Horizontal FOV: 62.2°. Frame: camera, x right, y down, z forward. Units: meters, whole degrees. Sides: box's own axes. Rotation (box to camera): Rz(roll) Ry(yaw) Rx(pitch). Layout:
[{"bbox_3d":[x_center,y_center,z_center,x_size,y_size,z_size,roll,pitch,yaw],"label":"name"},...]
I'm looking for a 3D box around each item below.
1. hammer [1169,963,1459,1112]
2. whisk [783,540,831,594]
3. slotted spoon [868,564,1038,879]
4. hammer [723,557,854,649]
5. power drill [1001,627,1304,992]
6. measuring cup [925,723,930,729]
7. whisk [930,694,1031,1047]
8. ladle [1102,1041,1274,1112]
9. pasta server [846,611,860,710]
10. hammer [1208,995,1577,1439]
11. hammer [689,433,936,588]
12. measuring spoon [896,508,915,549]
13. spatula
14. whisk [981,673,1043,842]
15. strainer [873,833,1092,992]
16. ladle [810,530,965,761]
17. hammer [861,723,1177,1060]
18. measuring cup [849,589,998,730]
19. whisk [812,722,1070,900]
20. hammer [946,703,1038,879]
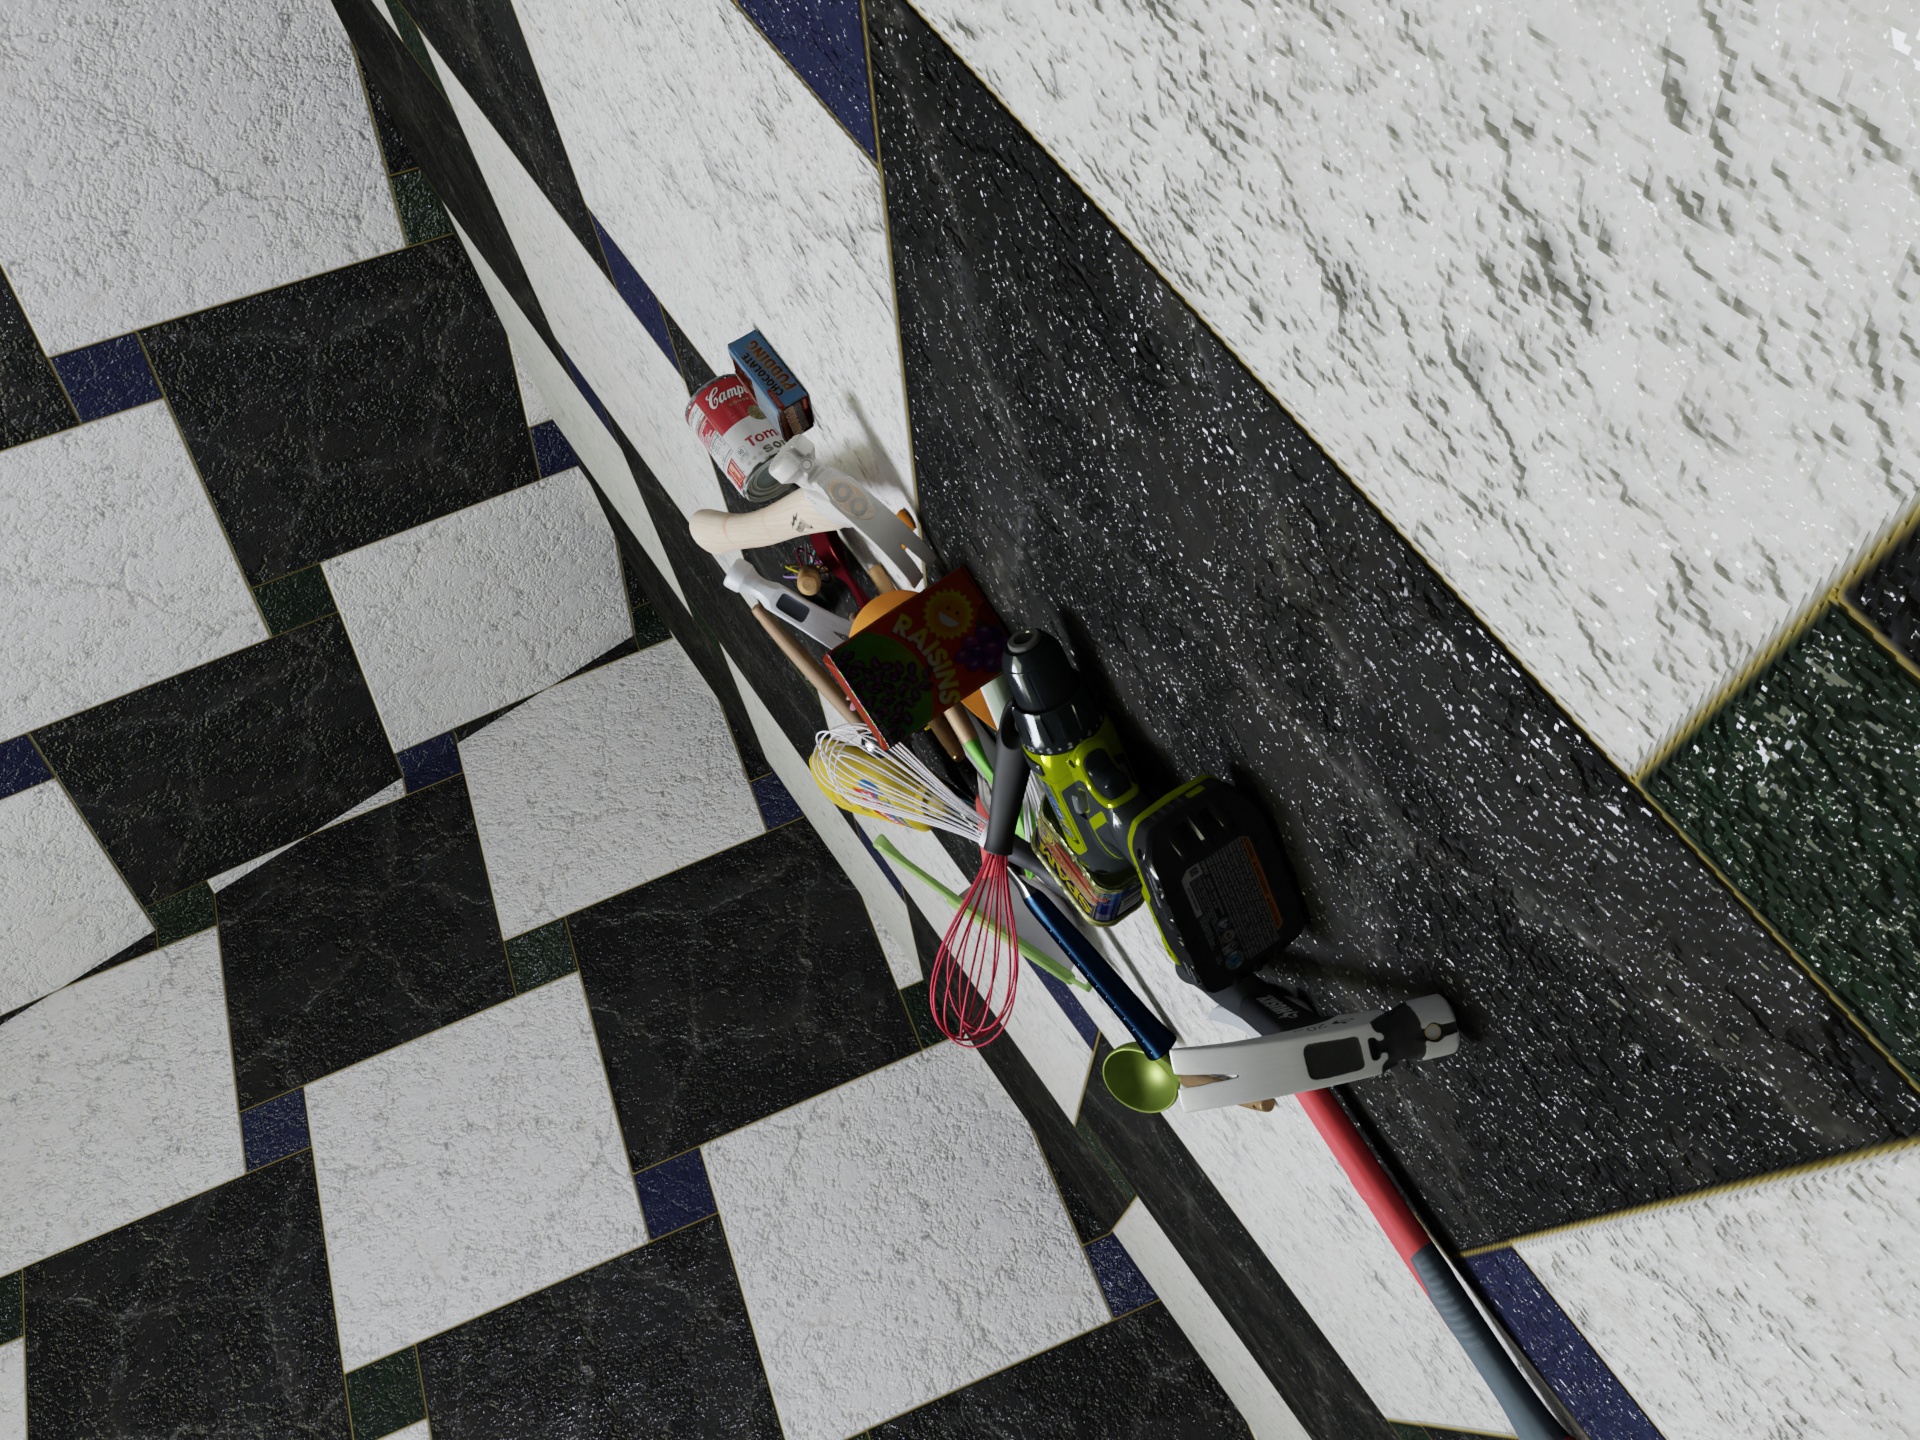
[{"bbox_3d":[0.178,0.176,0.984,0.335,0.146,0.035,177,80,-87],"label":"hammer"},{"bbox_3d":[-0.140,-0.141,1.515,0.047,0.051,0.245,33,-175,-10],"label":"whisk"},{"bbox_3d":[-0.002,-0.004,1.395,0.314,0.031,0.070,61,171,12],"label":"slotted spoon"},{"bbox_3d":[-0.161,-0.115,1.617,0.128,0.033,0.331,31,-177,-3],"label":"hammer"},{"bbox_3d":[0.108,0.050,1.010,0.229,0.080,0.190,45,164,56],"label":"power drill"},{"bbox_3d":[-0.049,-0.048,1.556,0.062,0.029,0.157,65,178,-37],"label":"measuring cup"},{"bbox_3d":[0.025,0.120,1.248,0.073,0.073,0.295,-146,63,-63],"label":"whisk"},{"bbox_3d":[0.207,0.337,1.444,0.078,0.062,0.320,50,167,-3],"label":"ladle"},{"bbox_3d":[-0.086,-0.055,1.499,0.060,0.040,0.316,27,-170,-17],"label":"pasta server"},{"bbox_3d":[0.305,0.355,1.116,0.386,0.038,0.143,56,170,1],"label":"hammer"},{"bbox_3d":[-0.154,-0.165,1.383,0.146,0.038,0.411,40,167,-20],"label":"hammer"},{"bbox_3d":[-0.052,-0.149,1.292,0.021,0.011,0.117,57,169,0],"label":"measuring spoon"},{"bbox_3d":[-0.103,-0.012,1.644,0.317,0.044,0.082,49,174,-26],"label":"spatula"},{"bbox_3d":[0.055,0.041,1.288,0.058,0.059,0.246,-86,-24,-61],"label":"whisk"},{"bbox_3d":[0.027,0.165,1.555,0.256,0.069,0.152,38,174,-24],"label":"strainer"},{"bbox_3d":[-0.068,-0.079,1.399,0.316,0.031,0.069,58,179,35],"label":"ladle"},{"bbox_3d":[0.057,0.152,1.466,0.405,0.035,0.144,49,166,-3],"label":"hammer"},{"bbox_3d":[-0.017,-0.038,1.272,0.173,0.095,0.052,37,178,-35],"label":"measuring cup"},{"bbox_3d":[0.000,0.080,1.301,0.285,0.070,0.070,28,160,16],"label":"whisk"},{"bbox_3d":[0.026,0.097,1.588,0.149,0.037,0.358,52,168,22],"label":"hammer"}]
